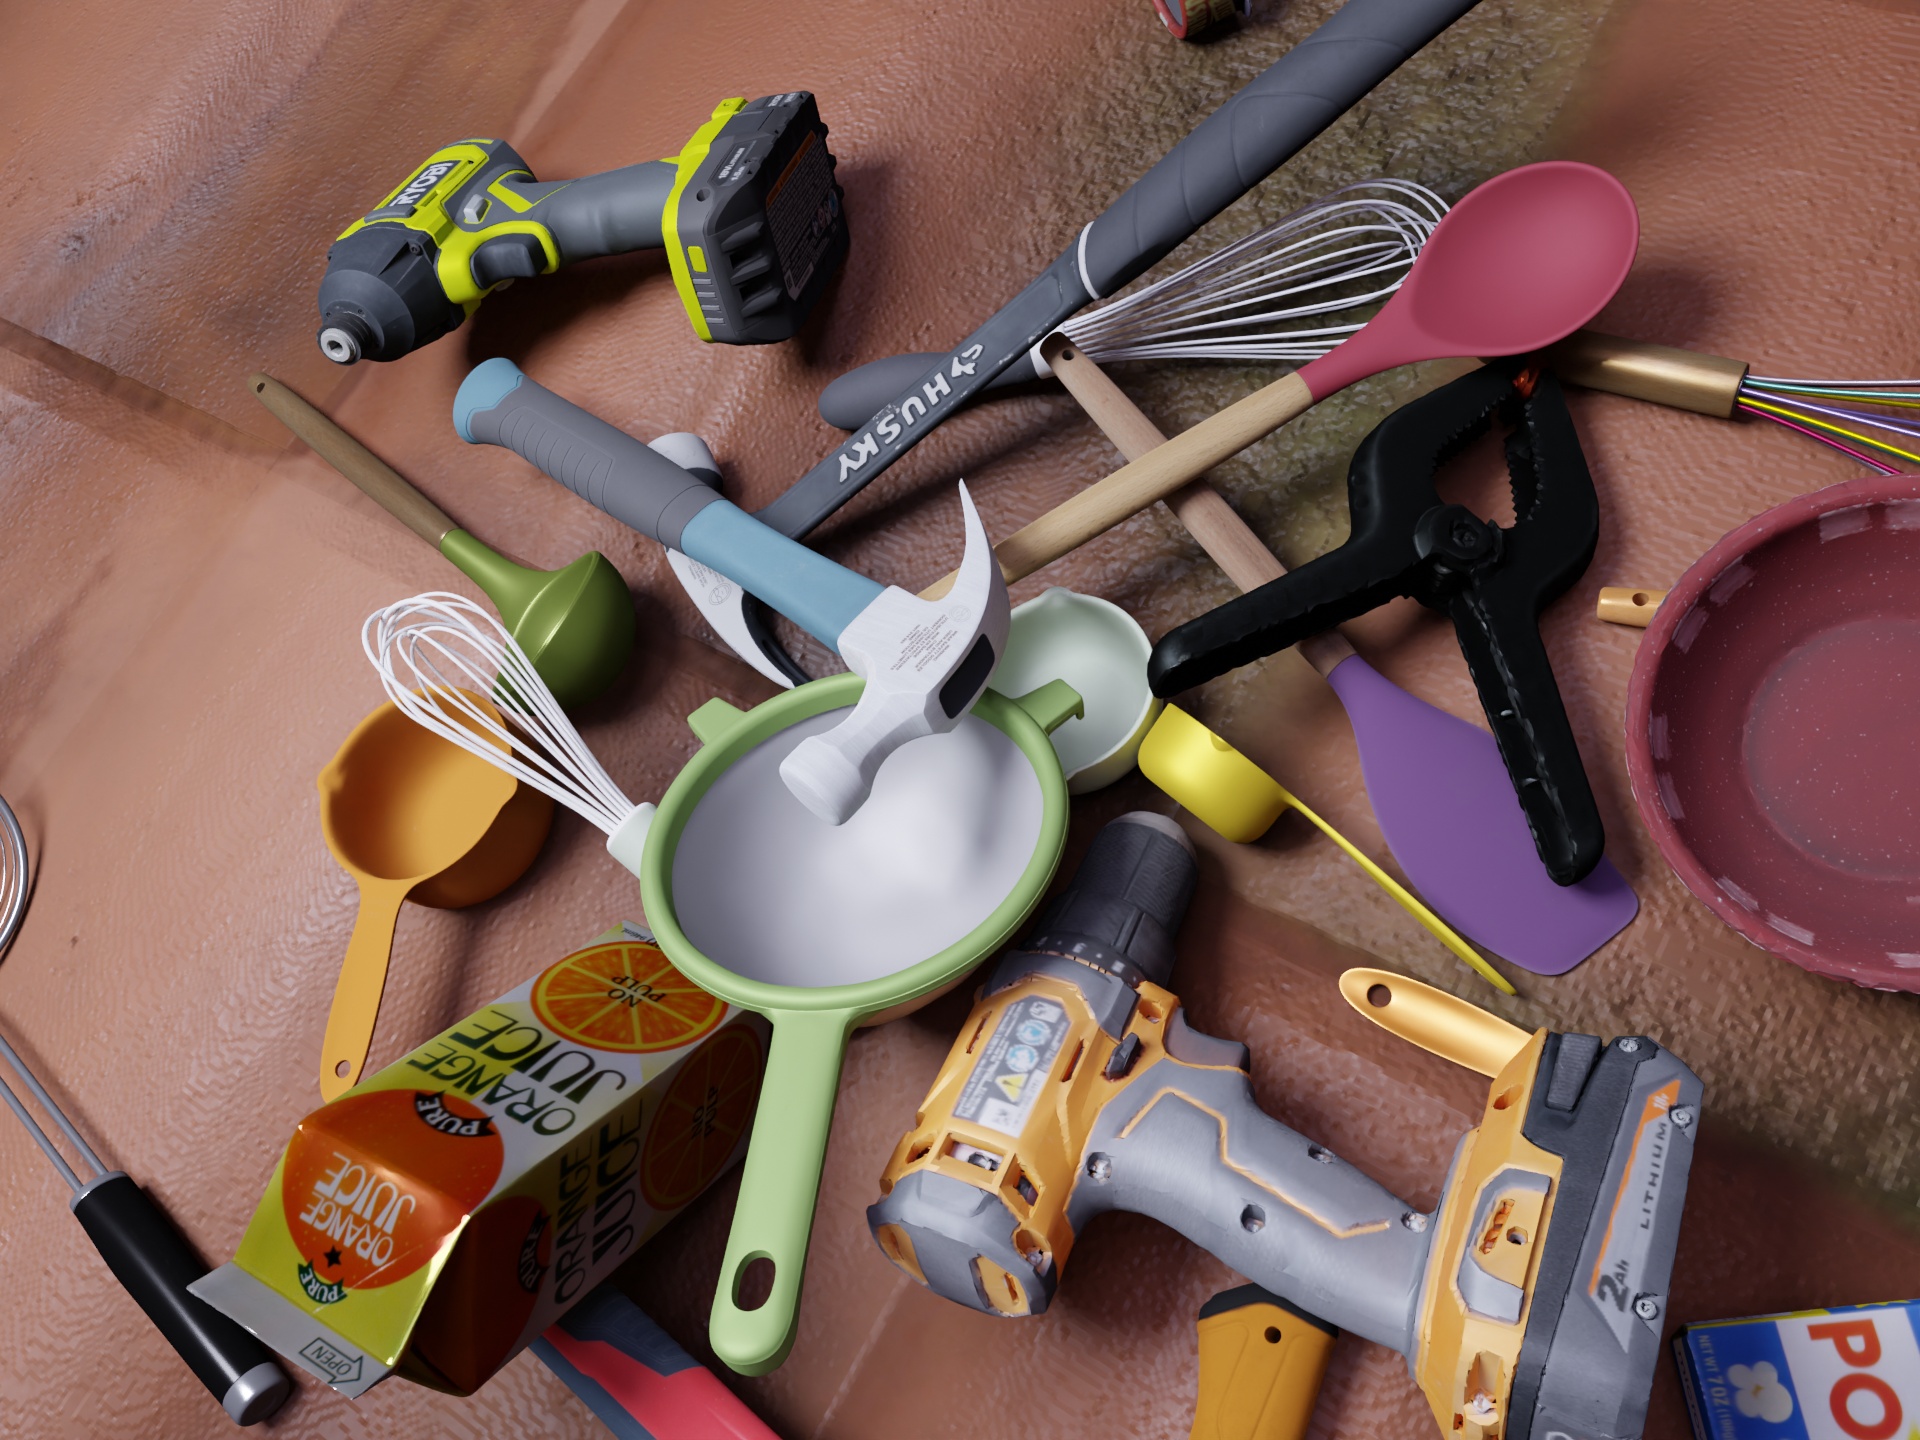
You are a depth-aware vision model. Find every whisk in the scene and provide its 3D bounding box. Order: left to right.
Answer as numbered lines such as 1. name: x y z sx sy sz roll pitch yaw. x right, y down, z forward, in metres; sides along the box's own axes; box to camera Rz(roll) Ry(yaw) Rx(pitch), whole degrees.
1. whisk: -0.133 0.036 0.611 0.246 0.059 0.057 40 116 6
2. whisk: 0.070 -0.166 0.674 0.284 0.070 0.070 -11 63 17
3. whisk: 0.310 -0.116 0.586 0.245 0.051 0.047 21 80 27

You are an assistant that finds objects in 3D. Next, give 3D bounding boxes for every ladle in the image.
1. ladle: -0.260 -0.100 0.743 0.320 0.062 0.078 36 90 30
2. ladle: 0.108 -0.112 0.602 0.315 0.031 0.069 -30 71 4

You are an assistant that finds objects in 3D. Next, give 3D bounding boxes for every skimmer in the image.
1. skimmer: -0.391 0.140 0.652 0.363 0.090 0.127 36 49 25

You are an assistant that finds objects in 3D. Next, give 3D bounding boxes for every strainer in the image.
1. strainer: -0.038 0.095 0.529 0.151 0.069 0.257 -3 48 14

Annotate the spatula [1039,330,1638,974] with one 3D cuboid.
1. spatula: 0.125 -0.037 0.600 0.060 0.018 0.316 -36 70 -3

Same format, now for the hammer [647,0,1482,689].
1. hammer: 0.039 -0.165 0.627 0.409 0.036 0.149 -36 64 20

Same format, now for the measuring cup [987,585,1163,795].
1. measuring cup: -0.001 -0.002 0.631 0.167 0.038 0.083 -8 65 18

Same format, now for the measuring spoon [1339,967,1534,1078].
1. measuring spoon: 0.183 0.112 0.539 0.117 0.011 0.021 23 83 28

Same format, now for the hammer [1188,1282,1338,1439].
1. hammer: 0.042 0.332 0.465 0.127 0.034 0.337 19 73 24

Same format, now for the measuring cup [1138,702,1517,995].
1. measuring cup: 0.126 0.052 0.565 0.157 0.062 0.029 41 94 17

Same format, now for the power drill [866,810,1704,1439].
1. power drill: 0.106 0.120 0.504 0.226 0.084 0.185 11 49 25

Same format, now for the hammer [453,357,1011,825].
1. hammer: -0.110 -0.081 0.637 0.128 0.033 0.331 -45 51 -17

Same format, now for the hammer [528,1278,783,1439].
1. hammer: -0.098 0.247 0.523 0.387 0.038 0.143 28 78 32

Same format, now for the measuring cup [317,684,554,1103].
1. measuring cup: -0.221 0.074 0.654 0.095 0.052 0.174 2 69 17

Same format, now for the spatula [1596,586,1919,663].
1. spatula: 0.384 -0.015 0.529 0.323 0.041 0.081 10 70 25

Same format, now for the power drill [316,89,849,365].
1. power drill: -0.178 -0.221 0.738 0.223 0.080 0.171 -1 41 16
